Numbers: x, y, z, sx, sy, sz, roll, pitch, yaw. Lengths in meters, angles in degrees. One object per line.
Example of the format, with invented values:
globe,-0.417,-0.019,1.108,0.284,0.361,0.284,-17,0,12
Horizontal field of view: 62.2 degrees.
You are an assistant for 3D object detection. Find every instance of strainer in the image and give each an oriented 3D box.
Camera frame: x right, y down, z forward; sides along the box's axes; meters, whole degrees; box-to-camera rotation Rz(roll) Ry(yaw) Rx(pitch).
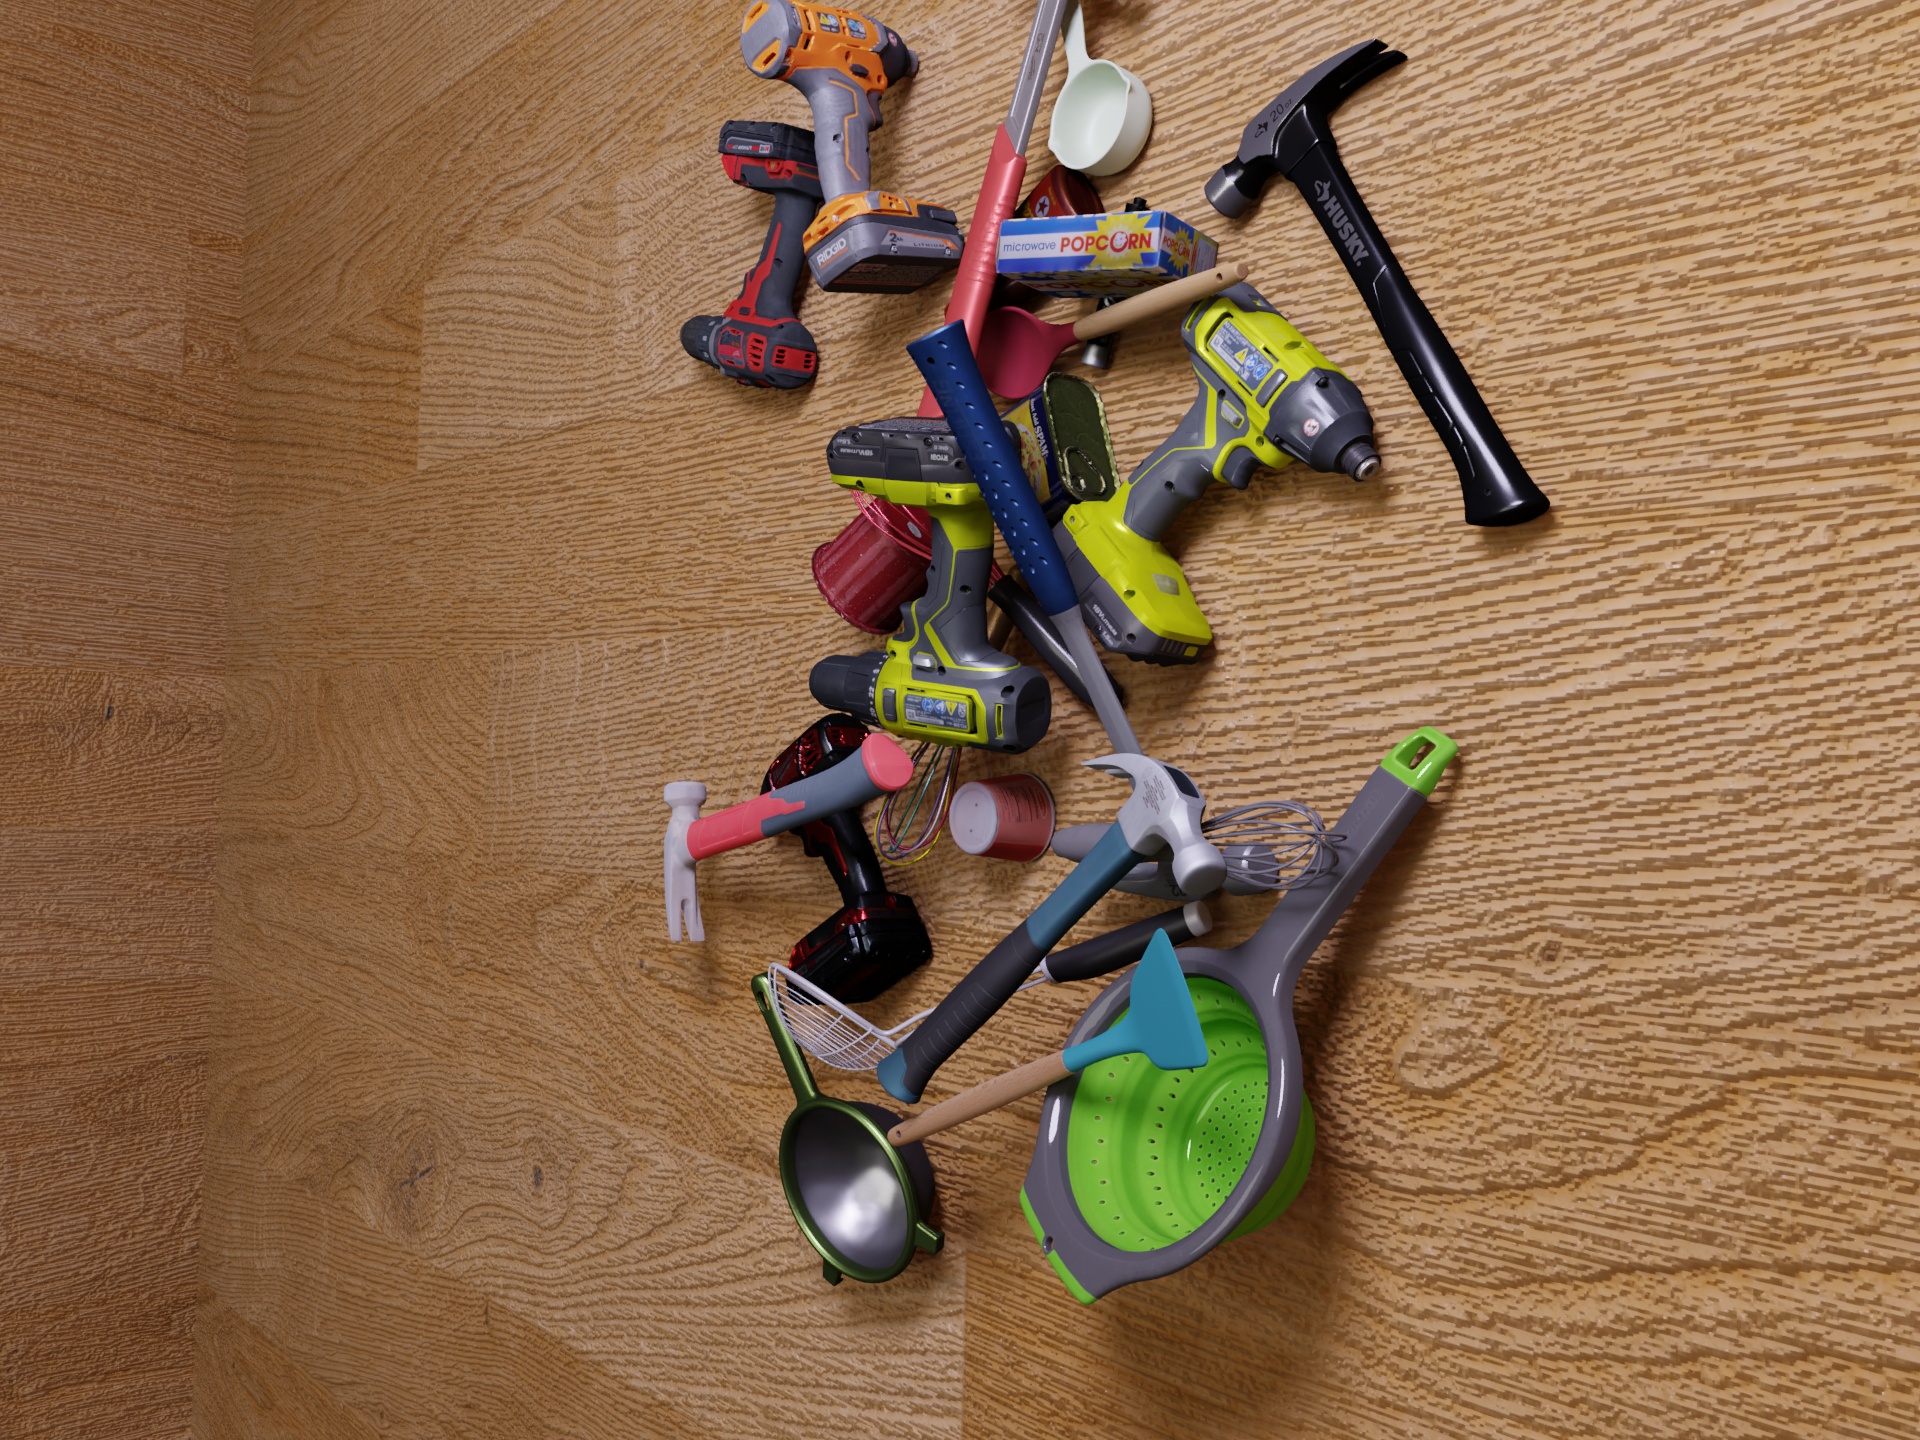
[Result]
strainer,-0.092,0.314,1.269,0.151,0.069,0.256,-35,76,42

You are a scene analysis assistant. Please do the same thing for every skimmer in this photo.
skimmer,0.014,0.172,1.137,0.363,0.127,0.090,-25,41,28

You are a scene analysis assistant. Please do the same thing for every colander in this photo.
colander,0.195,0.184,0.969,0.397,0.094,0.205,-55,30,8

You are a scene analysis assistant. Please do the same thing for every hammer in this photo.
hammer,-0.151,0.090,1.288,0.386,0.038,0.143,-21,69,54
hammer,0.263,-0.256,0.953,0.146,0.035,0.335,-43,57,39
hammer,0.066,-0.060,1.026,0.144,0.035,0.405,-13,107,49
hammer,0.043,0.146,1.025,0.331,0.033,0.128,-50,37,31
hammer,0.023,-0.388,1.171,0.149,0.036,0.359,27,104,51

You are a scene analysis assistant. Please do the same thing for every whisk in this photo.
whisk,0.015,-0.111,1.168,0.296,0.073,0.073,47,123,18
whisk,0.000,-0.003,1.198,0.047,0.051,0.245,25,88,5
whisk,0.139,0.076,0.990,0.239,0.055,0.055,-6,83,52

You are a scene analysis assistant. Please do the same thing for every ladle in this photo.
ladle,0.097,-0.276,1.101,0.315,0.031,0.069,3,113,62

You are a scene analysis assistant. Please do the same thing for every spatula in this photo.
spatula,0.045,0.225,1.019,0.317,0.044,0.082,-35,63,39

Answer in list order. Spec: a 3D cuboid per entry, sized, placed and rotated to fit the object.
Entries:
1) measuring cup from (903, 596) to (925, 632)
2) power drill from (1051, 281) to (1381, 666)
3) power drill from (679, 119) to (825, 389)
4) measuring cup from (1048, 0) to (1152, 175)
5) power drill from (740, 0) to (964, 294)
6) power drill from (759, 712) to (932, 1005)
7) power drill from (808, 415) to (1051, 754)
measuring cup,0.015,-0.037,1.234,0.157,0.029,0.062,46,114,26
power drill,0.161,-0.149,1.033,0.223,0.080,0.171,-54,50,28
power drill,-0.187,-0.422,1.451,0.188,0.080,0.226,25,109,47
measuring cup,0.098,-0.474,1.156,0.083,0.038,0.168,-25,67,45
power drill,-0.075,-0.464,1.281,0.084,0.164,0.226,-20,85,46
power drill,-0.110,0.118,1.325,0.143,0.078,0.220,-40,56,40
power drill,-0.032,-0.094,1.124,0.191,0.080,0.228,10,111,32
